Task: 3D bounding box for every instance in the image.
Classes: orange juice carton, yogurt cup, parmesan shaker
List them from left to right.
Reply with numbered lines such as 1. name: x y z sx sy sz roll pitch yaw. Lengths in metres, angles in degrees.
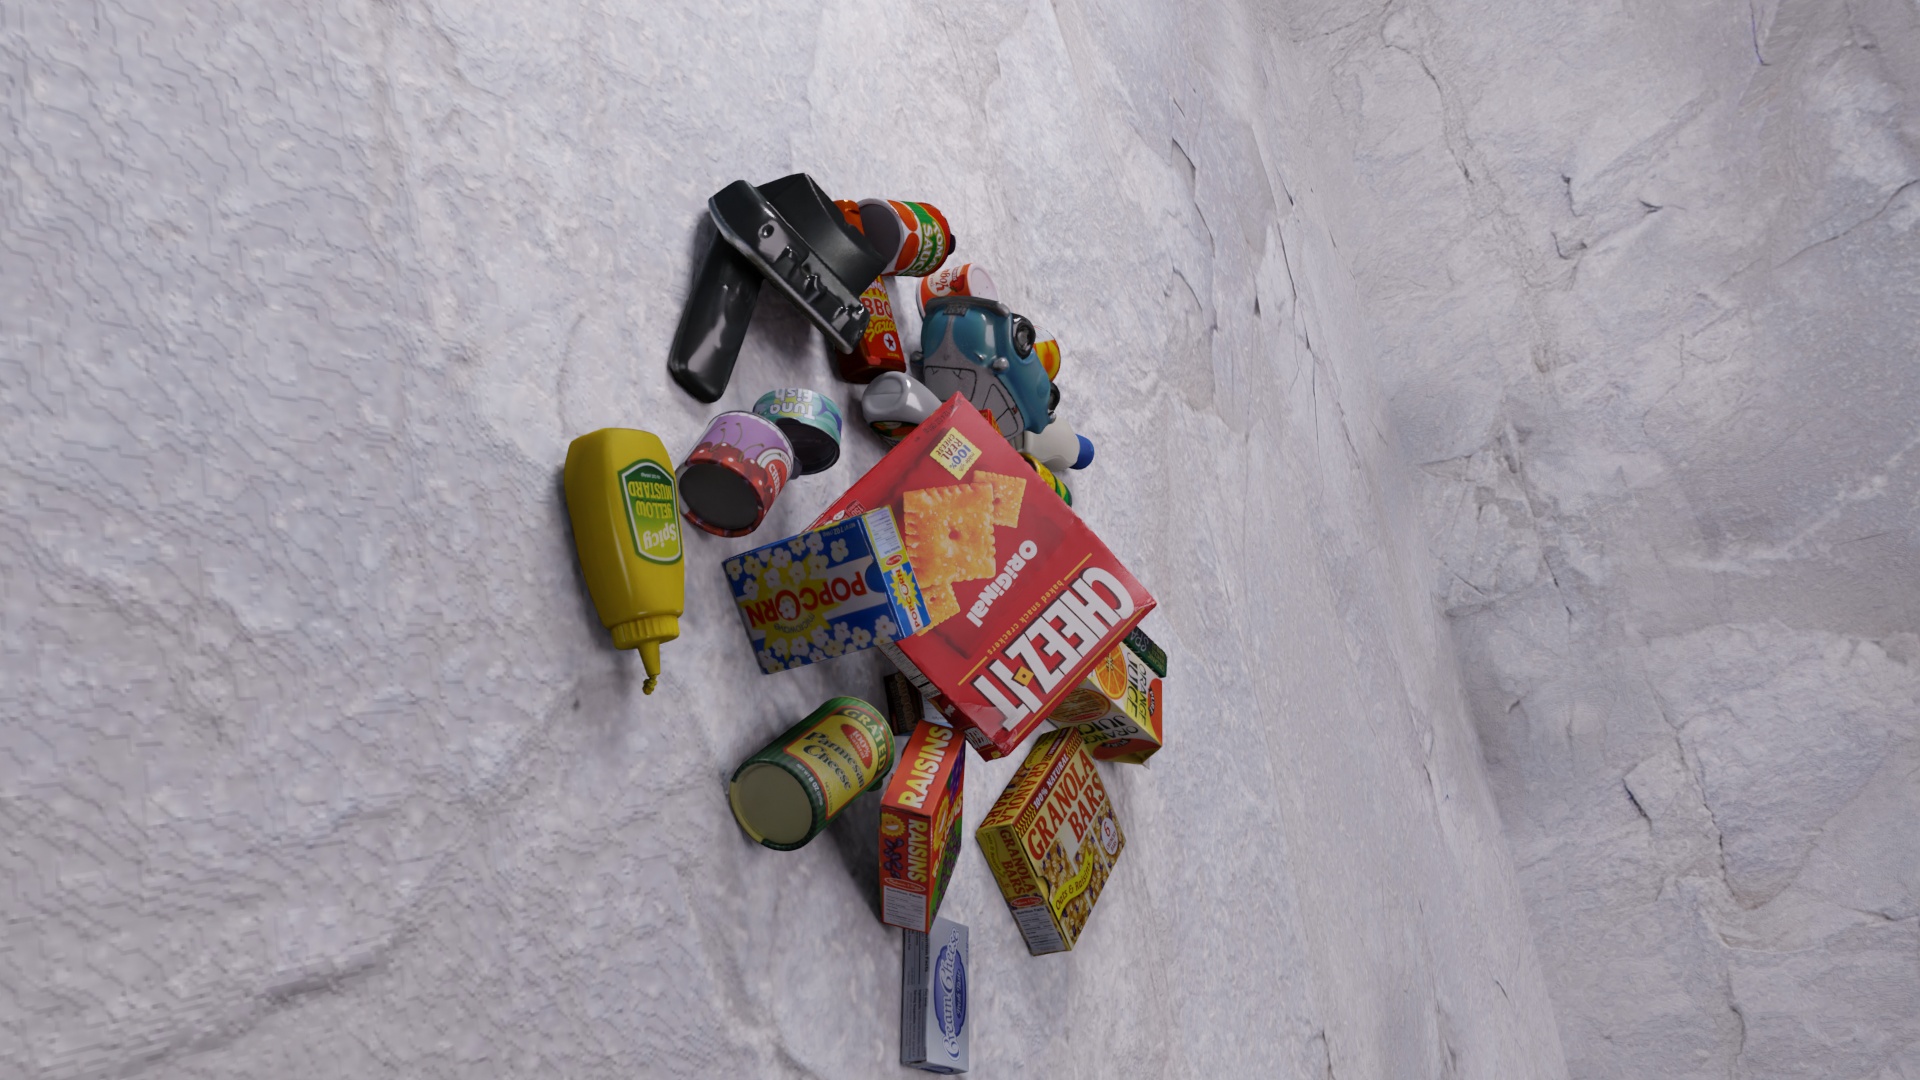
1. parmesan shaker: -0.094 0.155 0.914 0.103 0.071 0.071 -33 104 -60
2. yogurt cup: -0.001 -0.224 1.292 0.072 0.054 0.072 35 47 -48
3. orange juice carton: 0.135 0.147 1.303 0.192 0.073 0.072 43 41 -42

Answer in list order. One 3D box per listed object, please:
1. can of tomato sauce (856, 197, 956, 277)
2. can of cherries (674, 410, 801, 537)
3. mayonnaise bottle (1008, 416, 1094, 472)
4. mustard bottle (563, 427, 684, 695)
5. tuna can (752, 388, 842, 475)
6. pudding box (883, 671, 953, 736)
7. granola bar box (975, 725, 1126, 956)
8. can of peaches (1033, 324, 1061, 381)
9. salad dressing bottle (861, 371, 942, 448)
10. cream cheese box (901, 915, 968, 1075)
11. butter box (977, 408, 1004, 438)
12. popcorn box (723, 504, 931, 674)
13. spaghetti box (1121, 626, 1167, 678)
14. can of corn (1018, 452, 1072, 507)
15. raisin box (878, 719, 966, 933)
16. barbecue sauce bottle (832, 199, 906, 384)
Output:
1. can of tomato sauce: -0.055 -0.261 1.204 0.083 0.071 0.071 -18 90 -60
2. can of cherries: -0.149 -0.043 0.925 0.071 0.071 0.059 57 33 -25
3. mayonnaise bottle: 0.087 -0.097 1.388 0.148 0.041 0.065 11 67 -59
4. mustard bottle: -0.196 0.013 0.836 0.065 0.048 0.160 2 72 -58
5. tuna can: -0.119 -0.079 0.997 0.071 0.071 0.033 39 42 -45
6. pudding box: -0.022 0.128 1.090 0.084 0.030 0.050 11 64 -58
7. granola bar box: 0.082 0.254 1.191 0.124 0.039 0.166 65 30 -12
8. can of peaches: 0.057 -0.173 1.351 0.058 0.071 0.071 -24 96 -61
9. salad dressing bottle: -0.028 -0.086 1.168 0.147 0.064 0.044 44 51 -52
10. cream cheese box: -0.017 0.325 0.997 0.053 0.024 0.104 35 46 -46
11. butter box: 0.029 -0.065 1.207 0.103 0.024 0.053 58 27 -55
12. popcorn box: -0.090 0.034 0.925 0.038 0.126 0.085 -24 96 -56
13. spaghetti box: 0.126 0.073 1.351 0.249 0.050 0.029 42 43 -42
14. can of corn: 0.060 -0.042 1.286 0.058 0.071 0.071 38 44 -45
15. raisin box: -0.027 0.201 0.977 0.086 0.040 0.122 -63 160 -50
16. barbecue sauce bottle: -0.087 -0.205 1.146 0.065 0.043 0.148 -1 75 -58
